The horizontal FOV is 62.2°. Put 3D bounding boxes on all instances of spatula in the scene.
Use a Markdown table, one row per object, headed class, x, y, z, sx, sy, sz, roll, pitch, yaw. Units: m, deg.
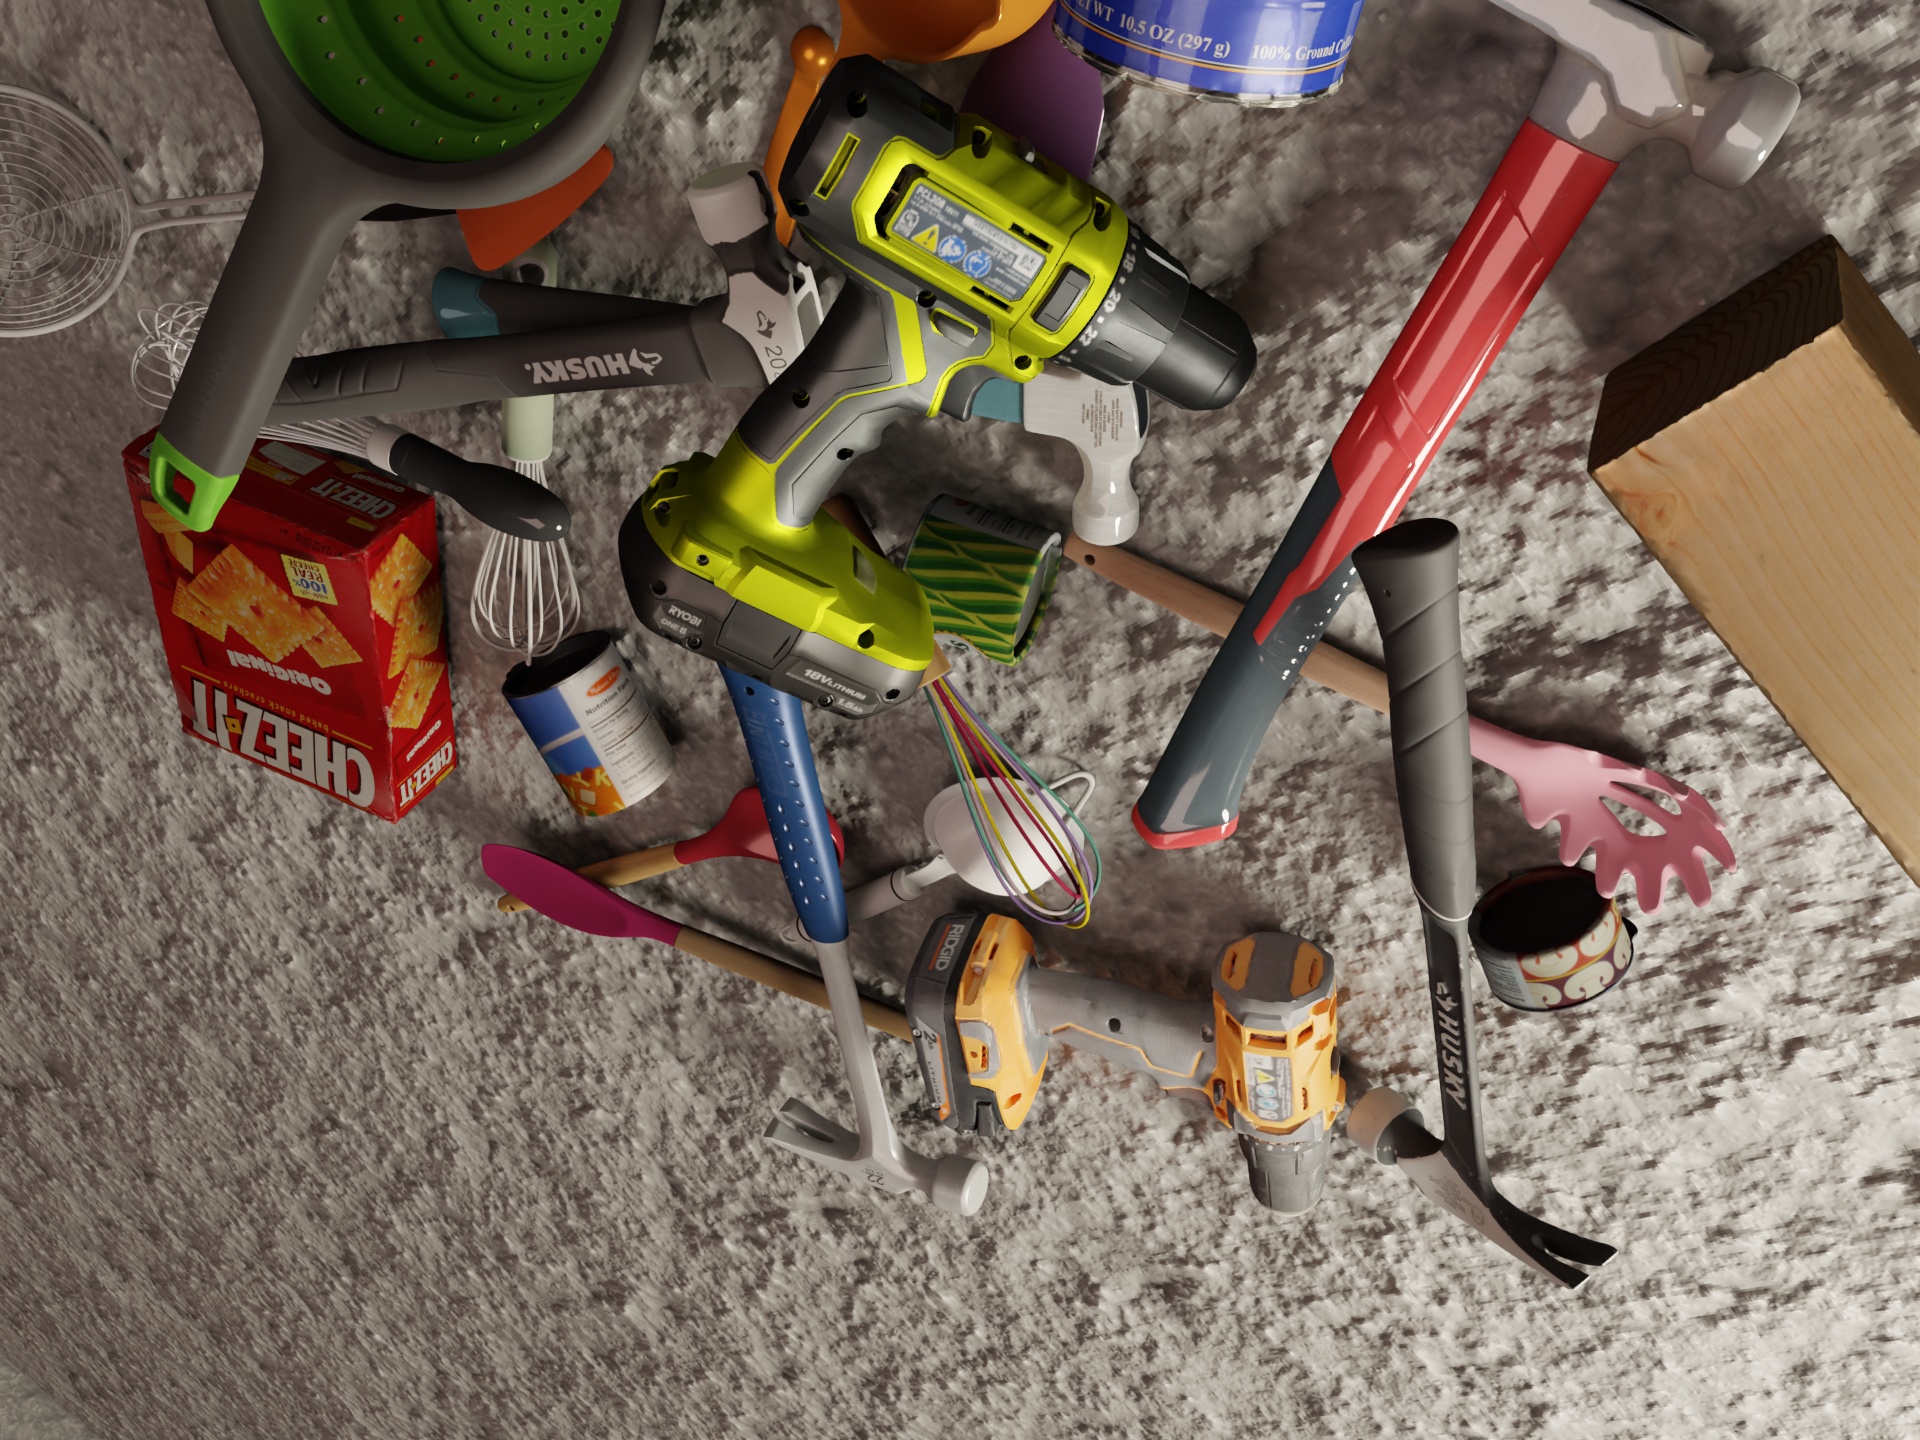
| class | x | y | z | sx | sy | sz | roll | pitch | yaw |
| --- | --- | --- | --- | --- | --- | --- | --- | --- | --- |
| spatula | 0.048 | -0.301 | 0.566 | 0.060 | 0.018 | 0.315 | 24 | 132 | 7 |
| spatula | -0.271 | -0.347 | 0.676 | 0.081 | 0.041 | 0.322 | -33 | 105 | 15 |

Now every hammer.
| class | x | y | z | sx | sy | sz | roll | pitch | yaw |
| --- | --- | --- | --- | --- | --- | --- | --- | --- | --- |
| hammer | 0.213 | 0.091 | 0.691 | 0.149 | 0.036 | 0.408 | 36 | 150 | 49 |
| hammer | -0.079 | 0.127 | 0.897 | 0.144 | 0.035 | 0.405 | 9 | 129 | 25 |
| hammer | -0.212 | -0.154 | 0.716 | 0.335 | 0.035 | 0.146 | 0 | 129 | 23 |
| hammer | -0.080 | -0.160 | 0.704 | 0.331 | 0.033 | 0.128 | 11 | 132 | 13 |
| hammer | 0.145 | -0.098 | 0.634 | 0.143 | 0.038 | 0.386 | 29 | 126 | 6 |

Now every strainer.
| class | x | y | z | sx | sy | sz | roll | pitch | yaw |
| --- | --- | --- | --- | --- | --- | --- | --- | --- | --- |
| strainer | -0.023 | 0.090 | 0.885 | 0.086 | 0.050 | 0.258 | 38 | 137 | -24 |

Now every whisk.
| class | x | y | z | sx | sy | sz | roll | pitch | yaw |
| --- | --- | --- | --- | --- | --- | --- | --- | --- | --- |
| whisk | -0.313 | -0.148 | 0.808 | 0.285 | 0.070 | 0.070 | 25 | 132 | 18 |
| whisk | 0.000 | -0.003 | 0.780 | 0.051 | 0.047 | 0.245 | -30 | 97 | -1 |
| whisk | -0.222 | -0.132 | 0.815 | 0.057 | 0.059 | 0.246 | -1 | 129 | -18 |

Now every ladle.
| class | x | y | z | sx | sy | sz | roll | pitch | yaw |
| --- | --- | --- | --- | --- | --- | --- | --- | --- | --- |
| ladle | -0.186 | 0.088 | 0.972 | 0.315 | 0.031 | 0.069 | -17 | 119 | 37 |

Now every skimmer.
| class | x | y | z | sx | sy | sz | roll | pitch | yaw |
| --- | --- | --- | --- | --- | --- | --- | --- | --- | --- |
| skimmer | -0.369 | -0.253 | 0.764 | 0.363 | 0.090 | 0.127 | 3 | 94 | 22 |

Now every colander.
| class | x | y | z | sx | sy | sz | roll | pitch | yaw |
| --- | --- | --- | --- | --- | --- | --- | --- | --- | --- |
| colander | -0.228 | -0.245 | 0.647 | 0.204 | 0.094 | 0.397 | 38 | 115 | 3 |

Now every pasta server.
| class | x | y | z | sx | sy | sz | roll | pitch | yaw |
| --- | --- | --- | --- | --- | --- | --- | --- | --- | --- |
| pasta server | 0.187 | -0.009 | 0.704 | 0.316 | 0.040 | 0.060 | 27 | 125 | 8 |

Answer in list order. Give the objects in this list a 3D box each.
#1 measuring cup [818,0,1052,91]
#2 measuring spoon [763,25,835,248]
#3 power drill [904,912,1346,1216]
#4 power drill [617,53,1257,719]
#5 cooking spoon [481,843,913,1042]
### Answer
| class | x | y | z | sx | sy | sz | roll | pitch | yaw |
| --- | --- | --- | --- | --- | --- | --- | --- | --- | --- |
| measuring cup | -0.019 | -0.263 | 0.601 | 0.095 | 0.052 | 0.173 | 49 | 140 | 10 |
| measuring spoon | -0.076 | -0.238 | 0.680 | 0.021 | 0.011 | 0.116 | 28 | 132 | 5 |
| power drill | 0.097 | 0.193 | 0.877 | 0.226 | 0.084 | 0.185 | 2 | 127 | 20 |
| power drill | -0.014 | -0.113 | 0.623 | 0.190 | 0.080 | 0.228 | 25 | 121 | -22 |
| cooking spoon | -0.150 | 0.142 | 0.982 | 0.319 | 0.017 | 0.068 | 21 | 141 | 4 |
